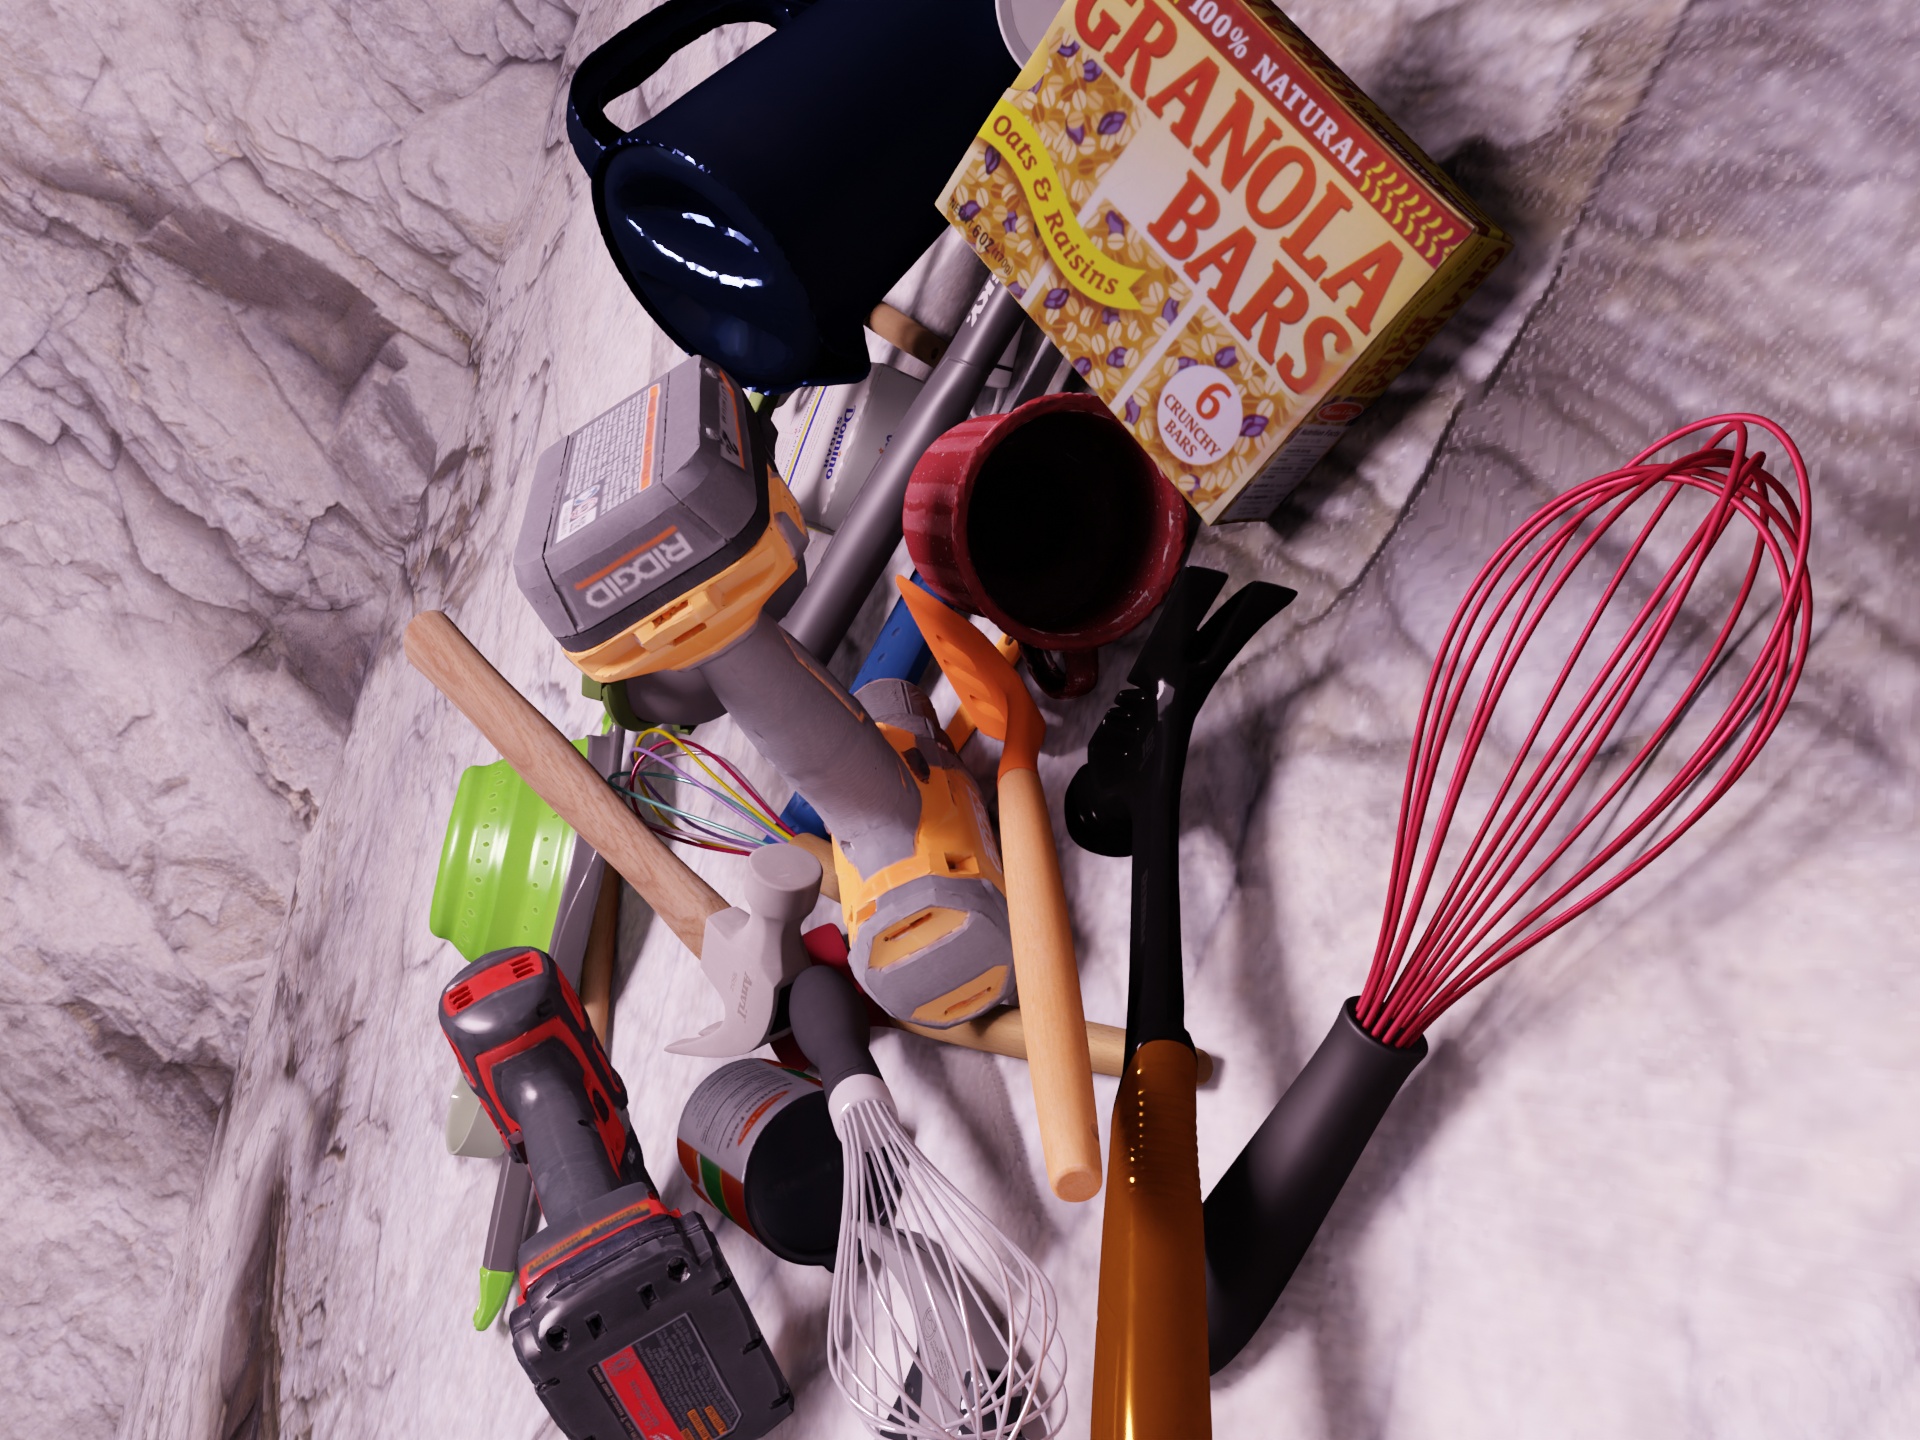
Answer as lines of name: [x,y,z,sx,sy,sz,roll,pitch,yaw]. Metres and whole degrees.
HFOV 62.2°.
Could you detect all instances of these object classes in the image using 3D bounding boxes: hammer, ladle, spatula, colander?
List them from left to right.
colander: [-0.294,0.169,0.997,0.204,0.094,0.397,149,132,-68]
hammer: [-0.179,0.039,0.755,0.332,0.031,0.130,37,128,36]
hammer: [-0.088,0.365,0.581,0.409,0.036,0.149,-61,27,17]
ladle: [-0.059,-0.248,0.948,0.078,0.062,0.320,-61,35,13]
ladle: [-0.009,0.116,0.614,0.315,0.031,0.069,-7,67,58]
hammer: [-0.002,-0.140,0.683,0.334,0.035,0.146,-57,28,25]
hammer: [0.011,-0.102,0.711,0.405,0.035,0.144,-62,28,15]
spatula: [0.013,0.038,0.523,0.041,0.081,0.323,-24,27,10]
hammer: [0.053,0.115,0.410,0.127,0.034,0.337,113,167,-49]

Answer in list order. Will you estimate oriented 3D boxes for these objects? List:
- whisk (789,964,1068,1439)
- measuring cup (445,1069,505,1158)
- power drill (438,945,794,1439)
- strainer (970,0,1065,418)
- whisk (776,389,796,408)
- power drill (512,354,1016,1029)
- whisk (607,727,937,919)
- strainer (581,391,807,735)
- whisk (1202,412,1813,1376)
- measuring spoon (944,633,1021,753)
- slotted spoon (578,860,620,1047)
whisk: [-0.025,0.144,0.522,0.070,0.070,0.285,-65,19,9]
measuring cup: [-0.308,0.216,1.088,0.083,0.038,0.168,-20,53,56]
power drill: [-0.153,0.223,0.695,0.227,0.080,0.187,43,155,53]
strainer: [0.038,-0.267,0.743,0.050,0.086,0.258,-138,61,-66]
whisk: [-0.045,-0.274,0.880,0.239,0.055,0.055,-58,27,-1]
power drill: [-0.059,-0.017,0.584,0.084,0.226,0.186,-30,30,9]
whisk: [-0.086,0.051,0.717,0.245,0.051,0.047,20,92,45]
strainer: [-0.096,-0.105,0.802,0.151,0.069,0.256,44,-113,-79]
whisk: [0.114,0.060,0.392,0.295,0.073,0.073,-65,26,24]
measuring spoon: [-0.001,-0.002,0.692,0.117,0.011,0.021,-57,29,23]
slotted spoon: [-0.222,0.191,0.957,0.070,0.031,0.314,-51,30,37]
